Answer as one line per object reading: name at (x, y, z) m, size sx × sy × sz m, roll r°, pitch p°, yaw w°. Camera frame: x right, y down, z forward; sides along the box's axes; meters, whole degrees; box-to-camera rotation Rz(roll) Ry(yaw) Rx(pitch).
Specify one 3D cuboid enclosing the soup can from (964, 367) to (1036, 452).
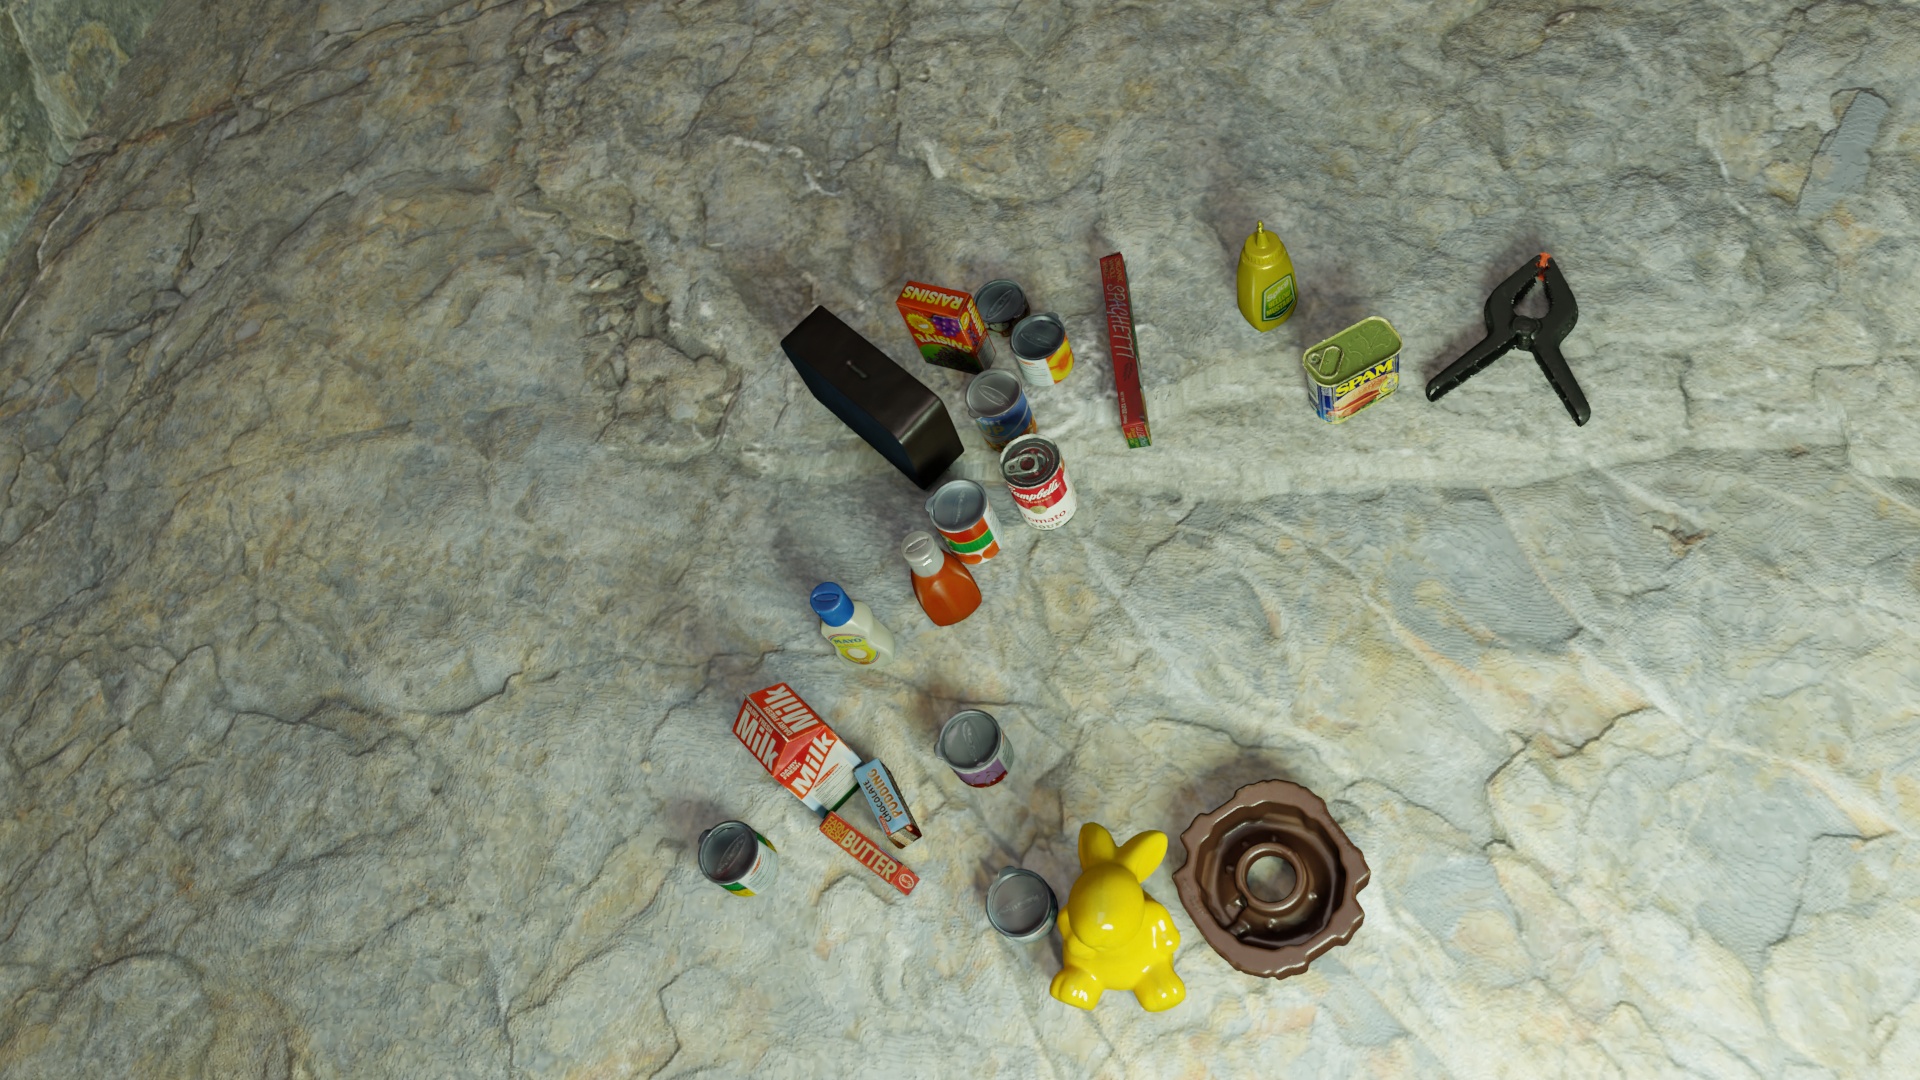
soup can at (0.046, -0.146, 1.594) m, size 0.071 × 0.083 × 0.071 m, roll -7°, pitch 61°, yaw 13°

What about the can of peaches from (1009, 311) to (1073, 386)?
can of peaches at (0.098, -0.226, 1.637) m, size 0.071 × 0.058 × 0.071 m, roll -7°, pitch 61°, yaw 13°

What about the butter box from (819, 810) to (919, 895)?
butter box at (-0.093, 0.316, 1.401) m, size 0.103 × 0.053 × 0.024 m, roll 30°, pitch 75°, yaw 28°

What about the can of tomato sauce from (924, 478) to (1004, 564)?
can of tomato sauce at (0.005, -0.019, 1.537) m, size 0.071 × 0.082 × 0.071 m, roll -7°, pitch 61°, yaw 13°

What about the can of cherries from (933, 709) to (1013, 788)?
can of cherries at (0.014, 0.214, 1.421) m, size 0.071 × 0.058 × 0.072 m, roll -7°, pitch 61°, yaw 13°

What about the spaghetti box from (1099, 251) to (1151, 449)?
spaghetti box at (0.191, -0.223, 1.612) m, size 0.028 × 0.050 × 0.251 m, roll -10°, pitch 60°, yaw 12°

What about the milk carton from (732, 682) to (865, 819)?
milk carton at (-0.164, 0.208, 1.401) m, size 0.073 × 0.190 × 0.072 m, roll -44°, pitch 59°, yaw -9°

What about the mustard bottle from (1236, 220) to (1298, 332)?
mustard bottle at (0.338, -0.298, 1.543) m, size 0.065 × 0.159 × 0.049 m, roll -35°, pitch 58°, yaw -3°

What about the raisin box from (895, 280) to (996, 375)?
raisin box at (-0.016, -0.250, 1.647) m, size 0.086 × 0.123 × 0.040 m, roll 17°, pitch 69°, yaw 25°

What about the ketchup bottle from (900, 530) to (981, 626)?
ketchup bottle at (-0.024, 0.039, 1.476) m, size 0.065 × 0.148 × 0.044 m, roll -31°, pitch 58°, yaw -1°

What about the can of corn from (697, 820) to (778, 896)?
can of corn at (-0.230, 0.328, 1.433) m, size 0.071 × 0.058 × 0.071 m, roll -7°, pitch 61°, yaw 13°

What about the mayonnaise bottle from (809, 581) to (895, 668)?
mayonnaise bottle at (-0.118, 0.091, 1.476) m, size 0.065 × 0.147 × 0.041 m, roll -5°, pitch 62°, yaw 15°

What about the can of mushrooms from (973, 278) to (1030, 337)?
can of mushrooms at (0.052, -0.283, 1.697) m, size 0.071 × 0.033 × 0.071 m, roll -7°, pitch 61°, yaw 13°

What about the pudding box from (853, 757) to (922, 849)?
pudding box at (-0.074, 0.269, 1.423) m, size 0.030 × 0.049 × 0.084 m, roll -31°, pitch 58°, yaw -1°

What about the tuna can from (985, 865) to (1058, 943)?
tuna can at (0.059, 0.353, 1.347) m, size 0.071 × 0.032 × 0.071 m, roll -7°, pitch 61°, yaw 13°
